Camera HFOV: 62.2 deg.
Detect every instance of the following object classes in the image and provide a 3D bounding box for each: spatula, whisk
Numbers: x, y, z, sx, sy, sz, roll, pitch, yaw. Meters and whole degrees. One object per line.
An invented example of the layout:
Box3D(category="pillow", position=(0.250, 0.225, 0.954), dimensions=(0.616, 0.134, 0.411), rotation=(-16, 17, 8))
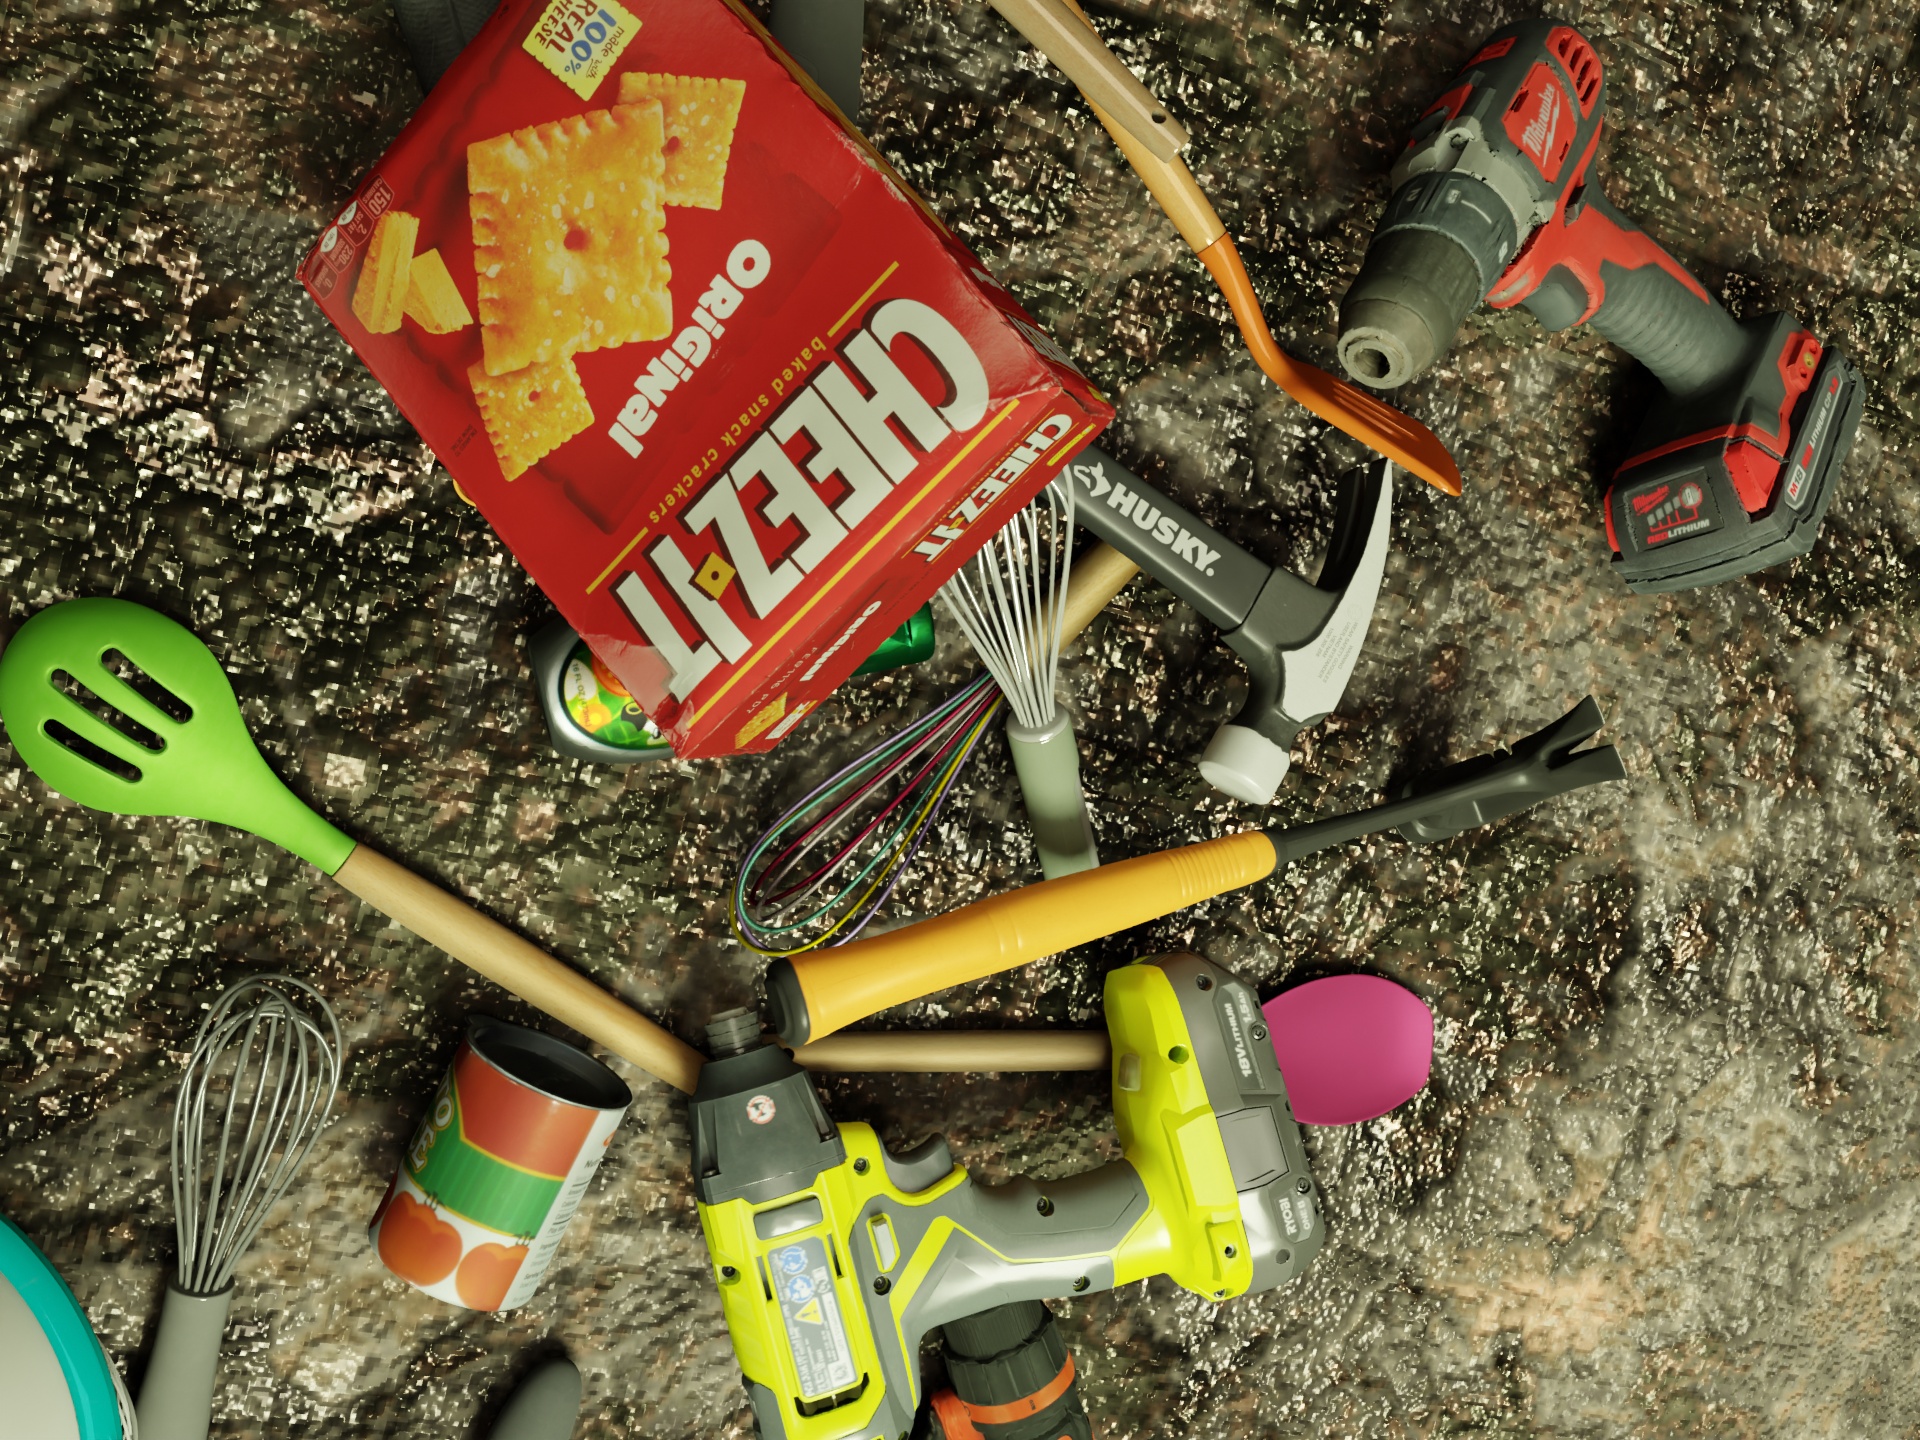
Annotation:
Box3D(category="spatula", position=(0.092, -0.214, 0.625), dimensions=(0.041, 0.081, 0.322), rotation=(-33, 105, 23))
Box3D(category="whisk", position=(0.028, -0.007, 0.596), dimensions=(0.059, 0.058, 0.246), rotation=(-14, 129, 2))
Box3D(category="whisk", position=(-0.003, -0.003, 0.632), dimensions=(0.245, 0.047, 0.051), rotation=(-46, 120, -11))
Box3D(category="whisk", position=(-0.271, 0.205, 0.575), dimensions=(0.055, 0.055, 0.239), rotation=(14, 98, -19))
Box3D(category="spatula", position=(-0.043, -0.299, 0.529), dimensions=(0.315, 0.018, 0.060), rotation=(40, 79, -10))
Box3D(category="whisk", position=(-0.218, 0.379, 0.615), dimensions=(0.070, 0.070, 0.284), rotation=(28, 84, -19))

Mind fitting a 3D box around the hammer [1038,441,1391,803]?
Box3D(category="hammer", position=(0.021, -0.116, 0.607), dimensions=(0.334, 0.035, 0.146), rotation=(34, 78, -13))

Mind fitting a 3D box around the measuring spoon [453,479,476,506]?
Box3D(category="measuring spoon", position=(-0.141, -0.122, 0.586), dimensions=(0.117, 0.011, 0.021), rotation=(-47, 108, -10))

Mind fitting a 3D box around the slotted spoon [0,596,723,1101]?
Box3D(category="slotted spoon", position=(-0.202, 0.063, 0.584), dimensions=(0.313, 0.031, 0.070), rotation=(38, 86, -20))

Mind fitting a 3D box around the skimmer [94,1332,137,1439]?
Box3D(category="skimmer", position=(-0.446, 0.288, 0.505), dimensions=(0.363, 0.090, 0.127), rotation=(-26, 101, -12))

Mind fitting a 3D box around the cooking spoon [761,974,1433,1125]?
Box3D(category="cooking spoon", position=(0.066, 0.141, 0.685), dimensions=(0.318, 0.017, 0.069), rotation=(4, 92, -19))

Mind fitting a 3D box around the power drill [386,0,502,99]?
Box3D(category="power drill", position=(-0.250, -0.261, 0.495), dimensions=(0.226, 0.084, 0.185), rotation=(-20, 105, -18))

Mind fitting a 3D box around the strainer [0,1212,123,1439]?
Box3D(category="strainer", position=(-0.406, 0.188, 0.449), dimensions=(0.211, 0.095, 0.340), rotation=(-44, 89, -2))

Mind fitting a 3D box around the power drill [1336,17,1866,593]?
Box3D(category="power drill", position=(0.254, -0.151, 0.647), dimensions=(0.226, 0.080, 0.188), rotation=(42, 63, -17))

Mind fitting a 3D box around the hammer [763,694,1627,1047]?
Box3D(category="hammer", position=(0.089, 0.059, 0.604), dimensions=(0.337, 0.127, 0.034), rotation=(-14, 79, -22))

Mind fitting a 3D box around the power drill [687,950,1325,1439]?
Box3D(category="power drill", position=(0.012, 0.173, 0.615), dimensions=(0.223, 0.080, 0.171), rotation=(-14, 84, -15))

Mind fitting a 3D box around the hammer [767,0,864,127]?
Box3D(category="hammer", position=(-0.050, -0.264, 0.554), dimensions=(0.128, 0.033, 0.331), rotation=(6, 88, -15))
